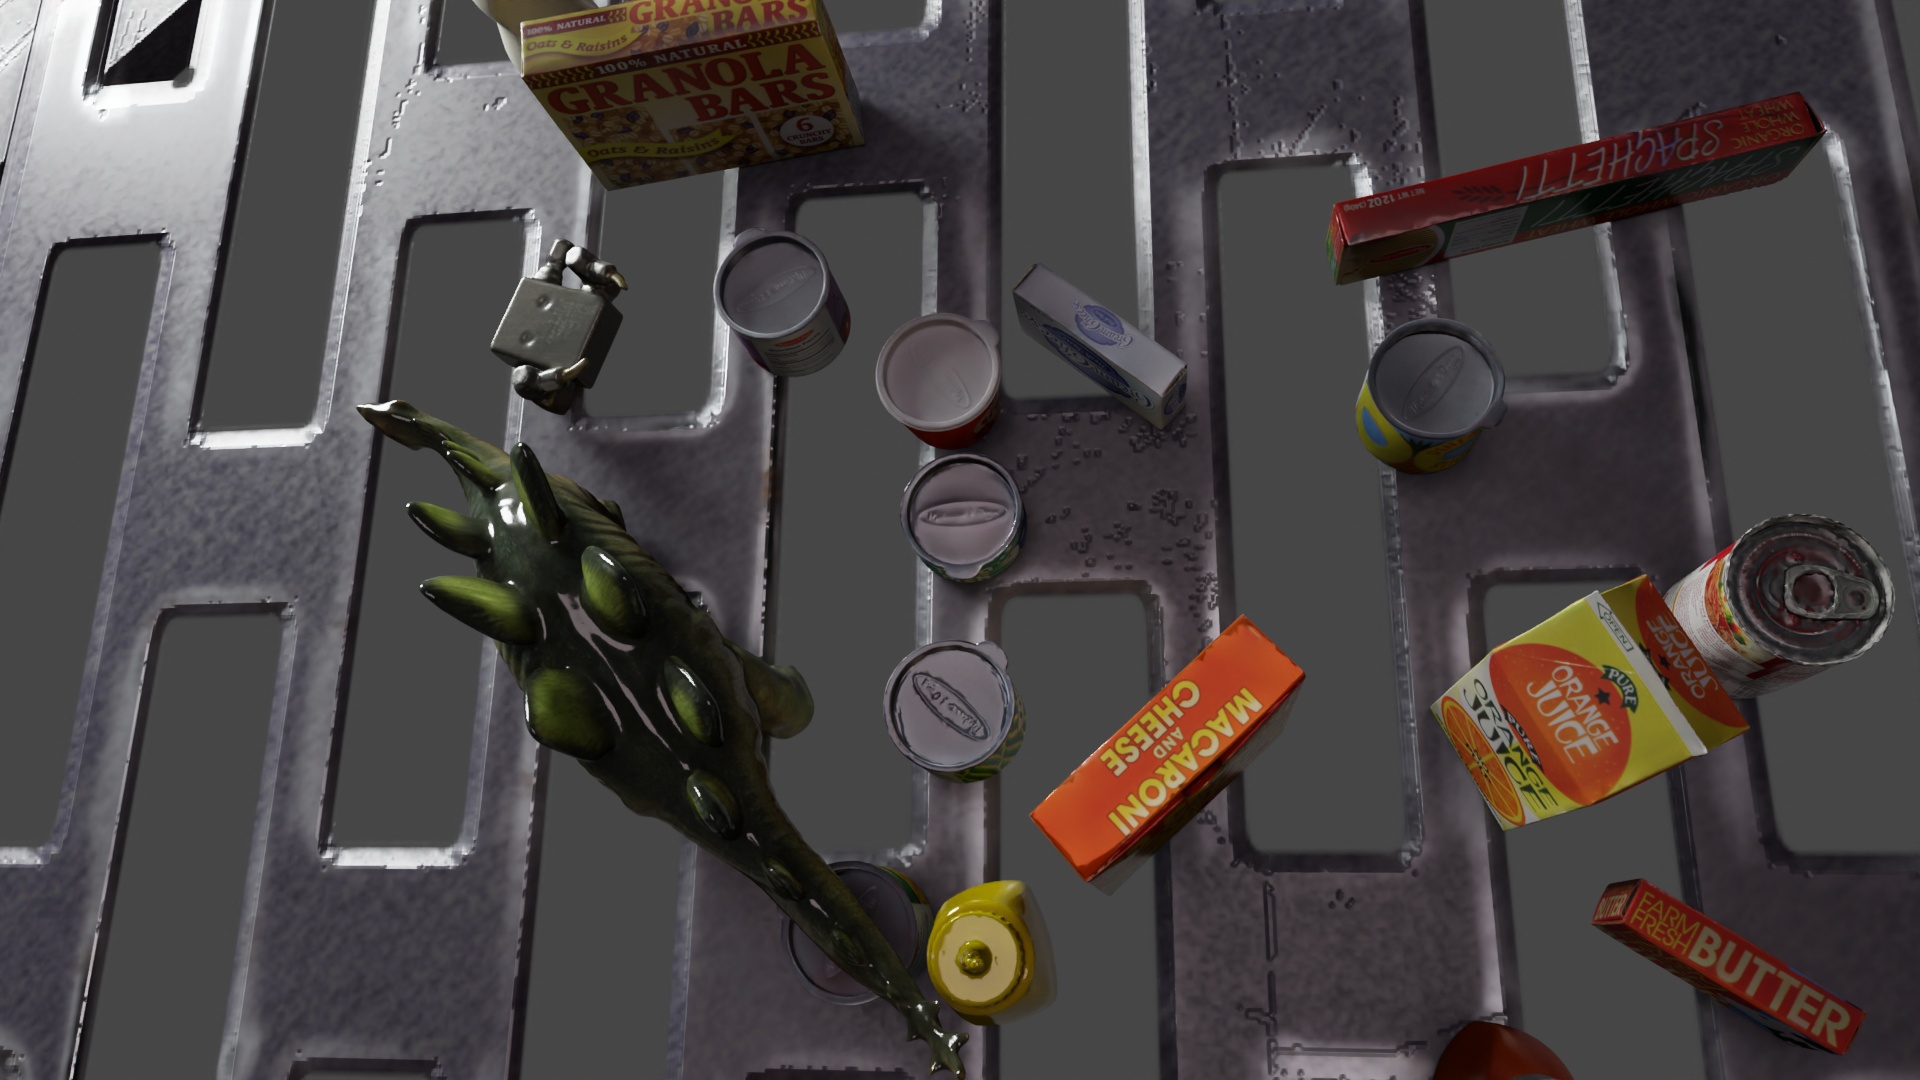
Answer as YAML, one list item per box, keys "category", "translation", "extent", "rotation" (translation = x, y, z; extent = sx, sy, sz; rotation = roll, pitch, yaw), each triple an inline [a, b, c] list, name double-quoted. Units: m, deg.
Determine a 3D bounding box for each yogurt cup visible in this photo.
- category: "yogurt cup"
  translation: [-0.008, -0.084, 0.765]
  extent: [0.072, 0.054, 0.072]
  rotation: [-2, 74, 8]

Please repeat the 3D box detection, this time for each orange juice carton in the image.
- category: "orange juice carton"
  translation: [0.270, 0.073, 0.603]
  extent: [0.073, 0.192, 0.072]
  rotation: [-27, 72, 1]

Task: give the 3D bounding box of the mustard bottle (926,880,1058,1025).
- category: "mustard bottle"
  translation: [0.013, 0.186, 0.627]
  extent: [0.049, 0.160, 0.065]
  rotation: [-17, 73, 4]

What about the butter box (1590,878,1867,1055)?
- category: "butter box"
  translation: [0.345, 0.192, 0.631]
  extent: [0.103, 0.053, 0.024]
  rotation: [31, 81, 16]

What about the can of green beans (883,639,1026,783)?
- category: "can of green beans"
  translation: [-0.001, 0.089, 0.711]
  extent: [0.071, 0.057, 0.071]
  rotation: [-2, 74, 8]

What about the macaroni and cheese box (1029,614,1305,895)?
- category: "macaroni and cheese box"
  translation: [0.096, 0.105, 0.634]
  extent: [0.124, 0.166, 0.040]
  rotation: [-42, 73, -4]

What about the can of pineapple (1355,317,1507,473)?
- category: "can of pineapple"
  translation: [0.243, -0.072, 0.721]
  extent: [0.071, 0.057, 0.071]
  rotation: [-2, 74, 8]

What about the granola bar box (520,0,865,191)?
- category: "granola bar box"
  translation: [-0.149, -0.263, 0.802]
  extent: [0.165, 0.124, 0.039]
  rotation: [-9, 73, 6]

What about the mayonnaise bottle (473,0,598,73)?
- category: "mayonnaise bottle"
  translation: [-0.261, -0.330, 0.826]
  extent: [0.065, 0.147, 0.041]
  rotation: [-43, 73, -4]

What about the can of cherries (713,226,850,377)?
- category: "can of cherries"
  translation: [-0.101, -0.136, 0.792]
  extent: [0.071, 0.058, 0.071]
  rotation: [-2, 74, 8]

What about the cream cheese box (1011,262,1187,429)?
- category: "cream cheese box"
  translation: [0.077, -0.106, 0.758]
  extent: [0.104, 0.053, 0.024]
  rotation: [38, 83, 17]

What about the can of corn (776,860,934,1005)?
- category: "can of corn"
  translation: [-0.051, 0.192, 0.688]
  extent: [0.071, 0.058, 0.071]
  rotation: [-2, 74, 8]

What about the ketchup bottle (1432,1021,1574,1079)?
- category: "ketchup bottle"
  translation: [0.233, 0.239, 0.583]
  extent: [0.043, 0.148, 0.065]
  rotation: [19, 78, 14]

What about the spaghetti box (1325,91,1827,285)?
- category: "spaghetti box"
  translation: [0.324, -0.187, 0.746]
  extent: [0.250, 0.050, 0.029]
  rotation: [-13, 73, 5]

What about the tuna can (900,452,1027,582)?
- category: "tuna can"
  translation: [0.003, -0.009, 0.752]
  extent: [0.071, 0.032, 0.071]
  rotation: [-2, 74, 8]
